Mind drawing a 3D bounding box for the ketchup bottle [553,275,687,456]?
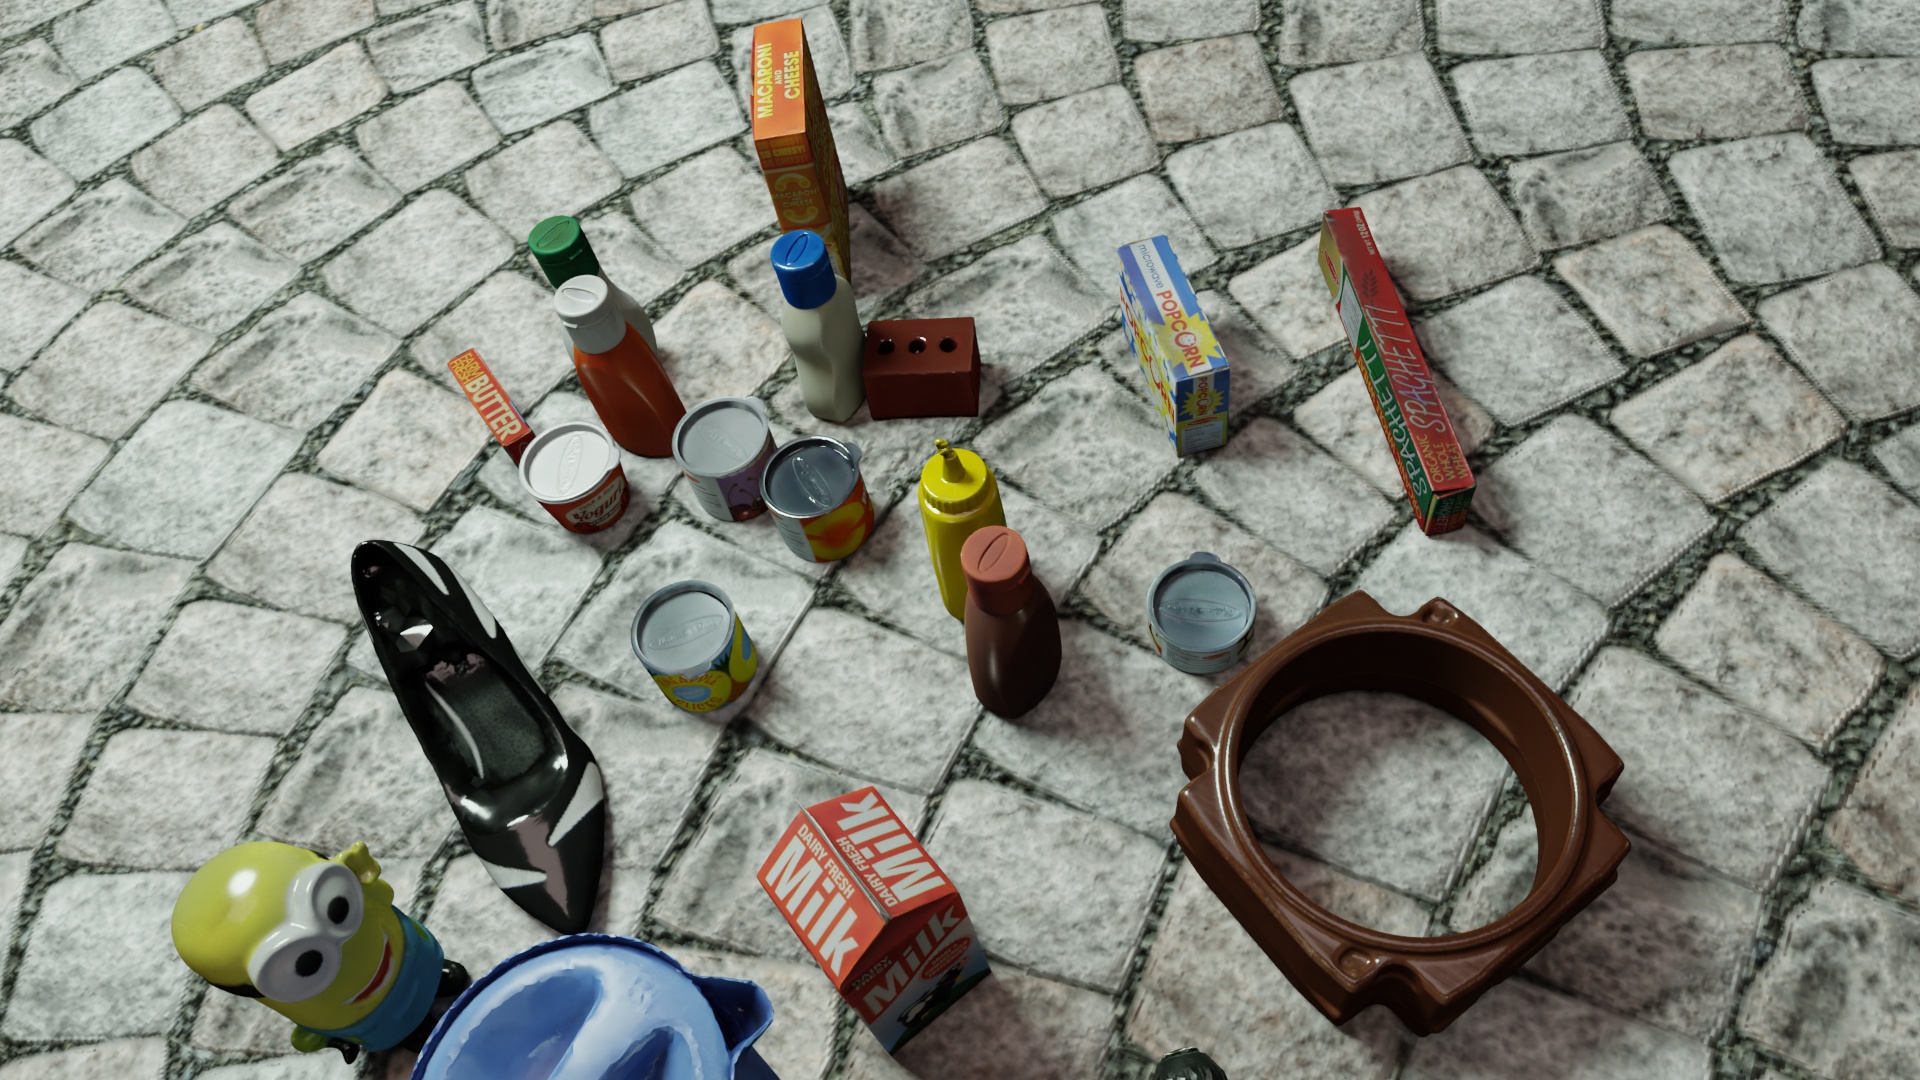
[{"bbox_3d":[-0.234,-0.117,0.948,0.065,0.148,0.044,16,62,18],"label":"ketchup bottle"}]

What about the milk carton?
[{"bbox_3d":[-0.043,0.189,0.698,0.073,0.189,0.072,-37,60,-14],"label":"milk carton"}]

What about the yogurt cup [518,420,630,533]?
[{"bbox_3d":[-0.263,-0.041,0.960,0.072,0.053,0.073,-4,57,6],"label":"yogurt cup"}]

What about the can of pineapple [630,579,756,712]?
[{"bbox_3d":[-0.166,0.069,0.873,0.071,0.057,0.071,-4,57,6],"label":"can of pineapple"}]

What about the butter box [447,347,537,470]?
[{"bbox_3d":[-0.331,-0.089,1.002,0.024,0.053,0.104,-34,59,-13],"label":"butter box"}]

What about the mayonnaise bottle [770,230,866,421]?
[{"bbox_3d":[-0.095,-0.147,0.947,0.041,0.147,0.065,15,61,17],"label":"mayonnaise bottle"}]

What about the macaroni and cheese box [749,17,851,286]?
[{"bbox_3d":[-0.116,-0.274,1.021,0.040,0.165,0.124,-8,57,4],"label":"macaroni and cheese box"}]

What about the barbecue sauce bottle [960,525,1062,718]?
[{"bbox_3d":[0.028,0.046,0.804,0.044,0.148,0.065,26,65,23],"label":"barbecue sauce bottle"}]

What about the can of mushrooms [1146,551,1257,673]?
[{"bbox_3d":[0.148,0.045,0.855,0.071,0.033,0.071,-4,57,6],"label":"can of mushrooms"}]

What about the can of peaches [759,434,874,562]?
[{"bbox_3d":[-0.092,-0.028,0.924,0.071,0.057,0.071,-4,57,6],"label":"can of peaches"}]

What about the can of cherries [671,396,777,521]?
[{"bbox_3d":[-0.155,-0.057,0.951,0.071,0.058,0.072,-4,57,6],"label":"can of cherries"}]

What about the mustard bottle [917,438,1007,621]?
[{"bbox_3d":[0.003,-0.010,0.837,0.049,0.159,0.065,-6,57,5],"label":"mustard bottle"}]

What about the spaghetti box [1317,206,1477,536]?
[{"bbox_3d":[0.287,-0.118,0.929,0.029,0.050,0.251,-11,57,2],"label":"spaghetti box"}]

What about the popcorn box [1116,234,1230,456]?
[{"bbox_3d":[0.143,-0.132,0.939,0.038,0.085,0.127,-16,57,-1],"label":"popcorn box"}]

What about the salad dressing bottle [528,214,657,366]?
[{"bbox_3d":[-0.260,-0.166,0.984,0.044,0.147,0.064,34,68,26],"label":"salad dressing bottle"}]
